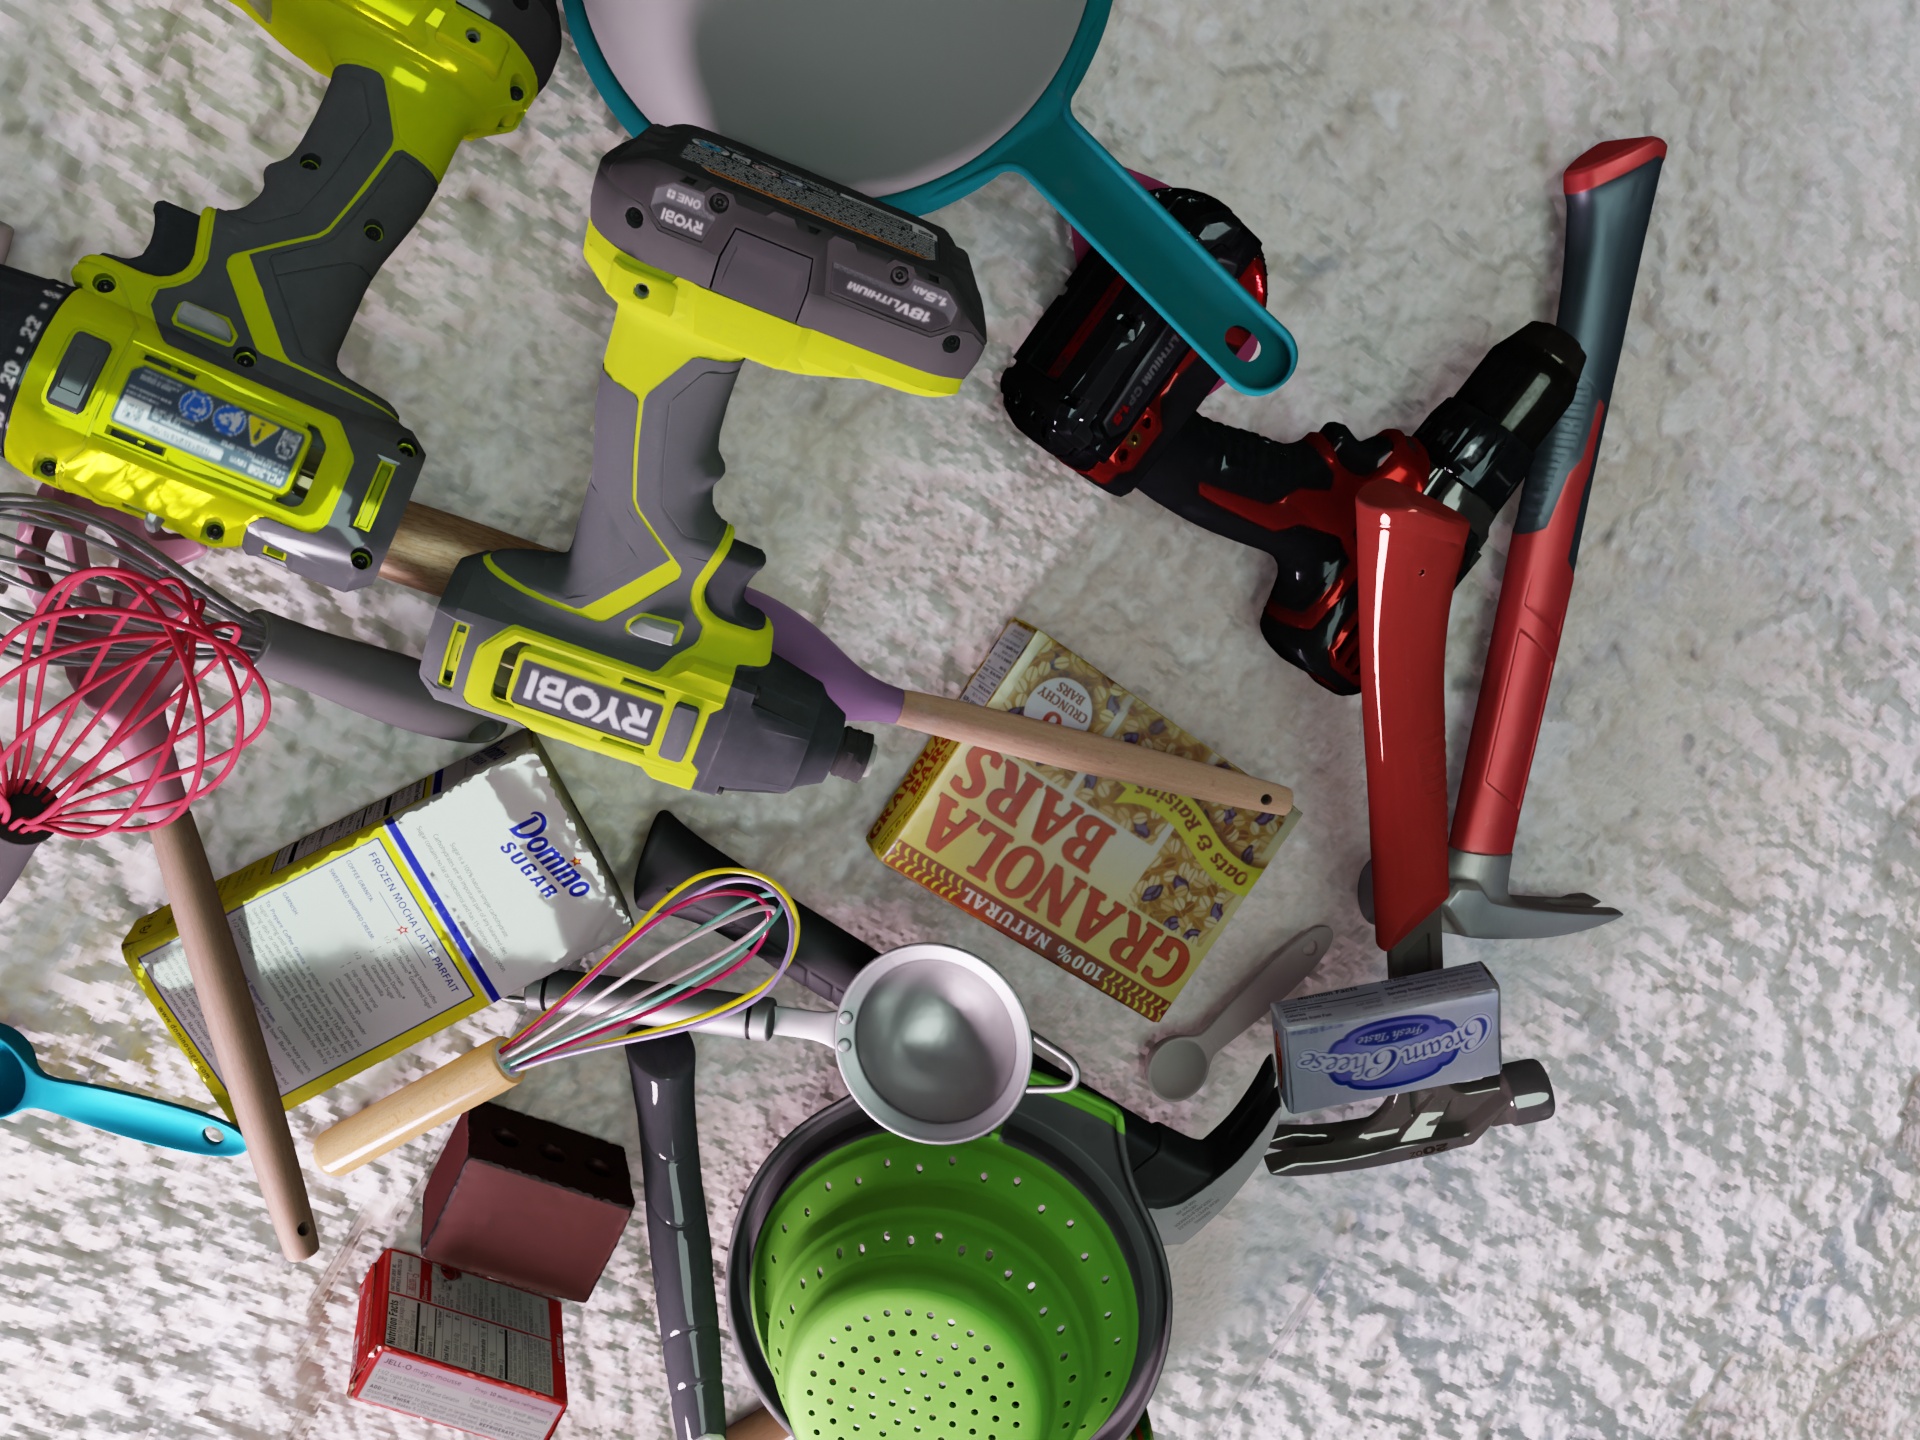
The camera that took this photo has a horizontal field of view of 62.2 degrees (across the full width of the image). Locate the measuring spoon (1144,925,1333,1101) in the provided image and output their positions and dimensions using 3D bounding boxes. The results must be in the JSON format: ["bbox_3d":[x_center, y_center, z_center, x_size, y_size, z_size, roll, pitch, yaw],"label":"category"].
[{"bbox_3d":[0.139,0.144,0.801,0.124,0.018,0.034,-39,112,-12],"label":"measuring spoon"}]

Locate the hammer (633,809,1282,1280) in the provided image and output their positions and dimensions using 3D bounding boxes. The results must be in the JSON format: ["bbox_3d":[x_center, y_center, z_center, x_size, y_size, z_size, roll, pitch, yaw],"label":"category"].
[{"bbox_3d":[-0.004,0.139,0.725,0.334,0.035,0.146,35,117,-18],"label":"hammer"}]

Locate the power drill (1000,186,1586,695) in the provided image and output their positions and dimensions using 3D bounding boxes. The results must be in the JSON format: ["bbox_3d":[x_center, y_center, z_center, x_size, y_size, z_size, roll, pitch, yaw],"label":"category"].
[{"bbox_3d":[0.152,-0.134,0.686,0.226,0.080,0.188,32,101,-27],"label":"power drill"}]

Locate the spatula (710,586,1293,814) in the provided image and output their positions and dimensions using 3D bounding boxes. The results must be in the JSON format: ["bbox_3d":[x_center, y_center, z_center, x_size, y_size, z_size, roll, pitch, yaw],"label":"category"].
[{"bbox_3d":[-0.001,-0.002,0.673,0.315,0.018,0.060,15,99,-14],"label":"spatula"}]

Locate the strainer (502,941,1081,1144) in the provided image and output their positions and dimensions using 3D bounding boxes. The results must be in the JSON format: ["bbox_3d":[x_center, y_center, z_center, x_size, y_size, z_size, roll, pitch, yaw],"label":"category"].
[{"bbox_3d":[-0.076,0.126,0.678,0.258,0.050,0.087,7,97,6],"label":"strainer"}]

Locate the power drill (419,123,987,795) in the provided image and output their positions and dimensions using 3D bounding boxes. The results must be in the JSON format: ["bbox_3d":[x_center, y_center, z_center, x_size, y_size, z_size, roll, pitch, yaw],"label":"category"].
[{"bbox_3d":[-0.082,-0.079,0.573,0.171,0.080,0.223,19,117,-12],"label":"power drill"}]

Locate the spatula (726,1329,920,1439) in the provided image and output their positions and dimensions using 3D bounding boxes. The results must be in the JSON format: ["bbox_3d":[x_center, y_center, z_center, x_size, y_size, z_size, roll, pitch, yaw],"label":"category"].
[{"bbox_3d":[-0.152,0.381,0.756,0.317,0.044,0.082,-29,106,-9],"label":"spatula"}]

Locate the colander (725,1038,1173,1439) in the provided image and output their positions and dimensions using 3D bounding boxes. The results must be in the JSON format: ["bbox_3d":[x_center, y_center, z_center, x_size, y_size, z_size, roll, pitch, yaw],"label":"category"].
[{"bbox_3d":[-0.034,0.344,0.702,0.204,0.094,0.397,17,103,5],"label":"colander"}]

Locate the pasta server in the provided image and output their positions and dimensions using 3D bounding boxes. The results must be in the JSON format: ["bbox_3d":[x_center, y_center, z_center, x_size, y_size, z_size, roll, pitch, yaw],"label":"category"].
[{"bbox_3d":[-0.282,0.061,0.589,0.060,0.040,0.316,-25,111,-47],"label":"pasta server"}]

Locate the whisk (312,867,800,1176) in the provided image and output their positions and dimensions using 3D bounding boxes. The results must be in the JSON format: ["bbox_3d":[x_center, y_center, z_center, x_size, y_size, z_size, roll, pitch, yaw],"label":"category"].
[{"bbox_3d":[-0.170,0.126,0.655,0.245,0.051,0.047,-29,121,14],"label":"whisk"}]

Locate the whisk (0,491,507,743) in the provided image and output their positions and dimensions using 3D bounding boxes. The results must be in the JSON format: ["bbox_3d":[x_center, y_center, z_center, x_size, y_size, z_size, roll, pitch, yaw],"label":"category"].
[{"bbox_3d":[-0.251,-0.025,0.563,0.055,0.055,0.238,-58,147,4],"label":"whisk"}]

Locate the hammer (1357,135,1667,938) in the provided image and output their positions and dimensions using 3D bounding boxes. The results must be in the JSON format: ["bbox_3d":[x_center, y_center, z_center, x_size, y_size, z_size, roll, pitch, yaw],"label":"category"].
[{"bbox_3d":[0.297,-0.079,0.775,0.143,0.038,0.386,4,103,-19],"label":"hammer"}]

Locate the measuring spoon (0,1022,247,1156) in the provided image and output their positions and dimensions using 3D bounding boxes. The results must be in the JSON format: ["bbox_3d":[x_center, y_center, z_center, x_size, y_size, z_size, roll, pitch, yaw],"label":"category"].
[{"bbox_3d":[-0.342,0.147,0.633,0.128,0.021,0.042,17,110,-3],"label":"measuring spoon"}]

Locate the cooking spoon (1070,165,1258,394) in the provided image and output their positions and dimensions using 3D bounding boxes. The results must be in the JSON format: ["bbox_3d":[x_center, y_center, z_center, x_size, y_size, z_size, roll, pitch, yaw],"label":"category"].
[{"bbox_3d":[0.022,-0.264,0.654,0.069,0.017,0.318,-40,112,3],"label":"cooking spoon"}]

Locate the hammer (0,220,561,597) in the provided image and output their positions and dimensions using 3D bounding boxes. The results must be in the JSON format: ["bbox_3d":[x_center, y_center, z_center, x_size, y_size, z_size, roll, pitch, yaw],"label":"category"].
[{"bbox_3d":[-0.239,-0.074,0.616,0.331,0.031,0.130,19,98,-21],"label":"hammer"}]

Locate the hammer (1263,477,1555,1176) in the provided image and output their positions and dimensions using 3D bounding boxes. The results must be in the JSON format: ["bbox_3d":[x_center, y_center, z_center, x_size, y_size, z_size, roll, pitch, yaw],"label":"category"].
[{"bbox_3d":[0.198,0.063,0.735,0.149,0.037,0.358,-11,118,0],"label":"hammer"}]

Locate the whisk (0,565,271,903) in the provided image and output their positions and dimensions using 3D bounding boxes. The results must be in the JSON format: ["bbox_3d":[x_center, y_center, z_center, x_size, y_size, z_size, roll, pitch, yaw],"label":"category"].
[{"bbox_3d":[-0.300,0.025,0.518,0.073,0.296,0.073,21,58,-37],"label":"whisk"}]

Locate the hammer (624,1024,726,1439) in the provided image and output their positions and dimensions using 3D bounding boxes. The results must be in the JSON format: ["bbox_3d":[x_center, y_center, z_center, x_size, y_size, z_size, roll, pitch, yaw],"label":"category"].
[{"bbox_3d":[-0.111,0.338,0.704,0.036,0.149,0.409,-7,90,-19],"label":"hammer"}]

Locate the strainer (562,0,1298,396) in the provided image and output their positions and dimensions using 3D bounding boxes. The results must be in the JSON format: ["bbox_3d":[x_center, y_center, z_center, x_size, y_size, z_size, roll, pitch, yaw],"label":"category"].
[{"bbox_3d":[-0.003,-0.241,0.552,0.340,0.095,0.211,45,97,-2],"label":"strainer"}]

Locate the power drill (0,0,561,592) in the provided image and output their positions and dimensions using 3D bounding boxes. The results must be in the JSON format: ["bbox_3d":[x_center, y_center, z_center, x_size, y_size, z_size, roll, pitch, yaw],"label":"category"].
[{"bbox_3d":[-0.249,-0.177,0.527,0.190,0.080,0.228,23,79,-21],"label":"power drill"}]
